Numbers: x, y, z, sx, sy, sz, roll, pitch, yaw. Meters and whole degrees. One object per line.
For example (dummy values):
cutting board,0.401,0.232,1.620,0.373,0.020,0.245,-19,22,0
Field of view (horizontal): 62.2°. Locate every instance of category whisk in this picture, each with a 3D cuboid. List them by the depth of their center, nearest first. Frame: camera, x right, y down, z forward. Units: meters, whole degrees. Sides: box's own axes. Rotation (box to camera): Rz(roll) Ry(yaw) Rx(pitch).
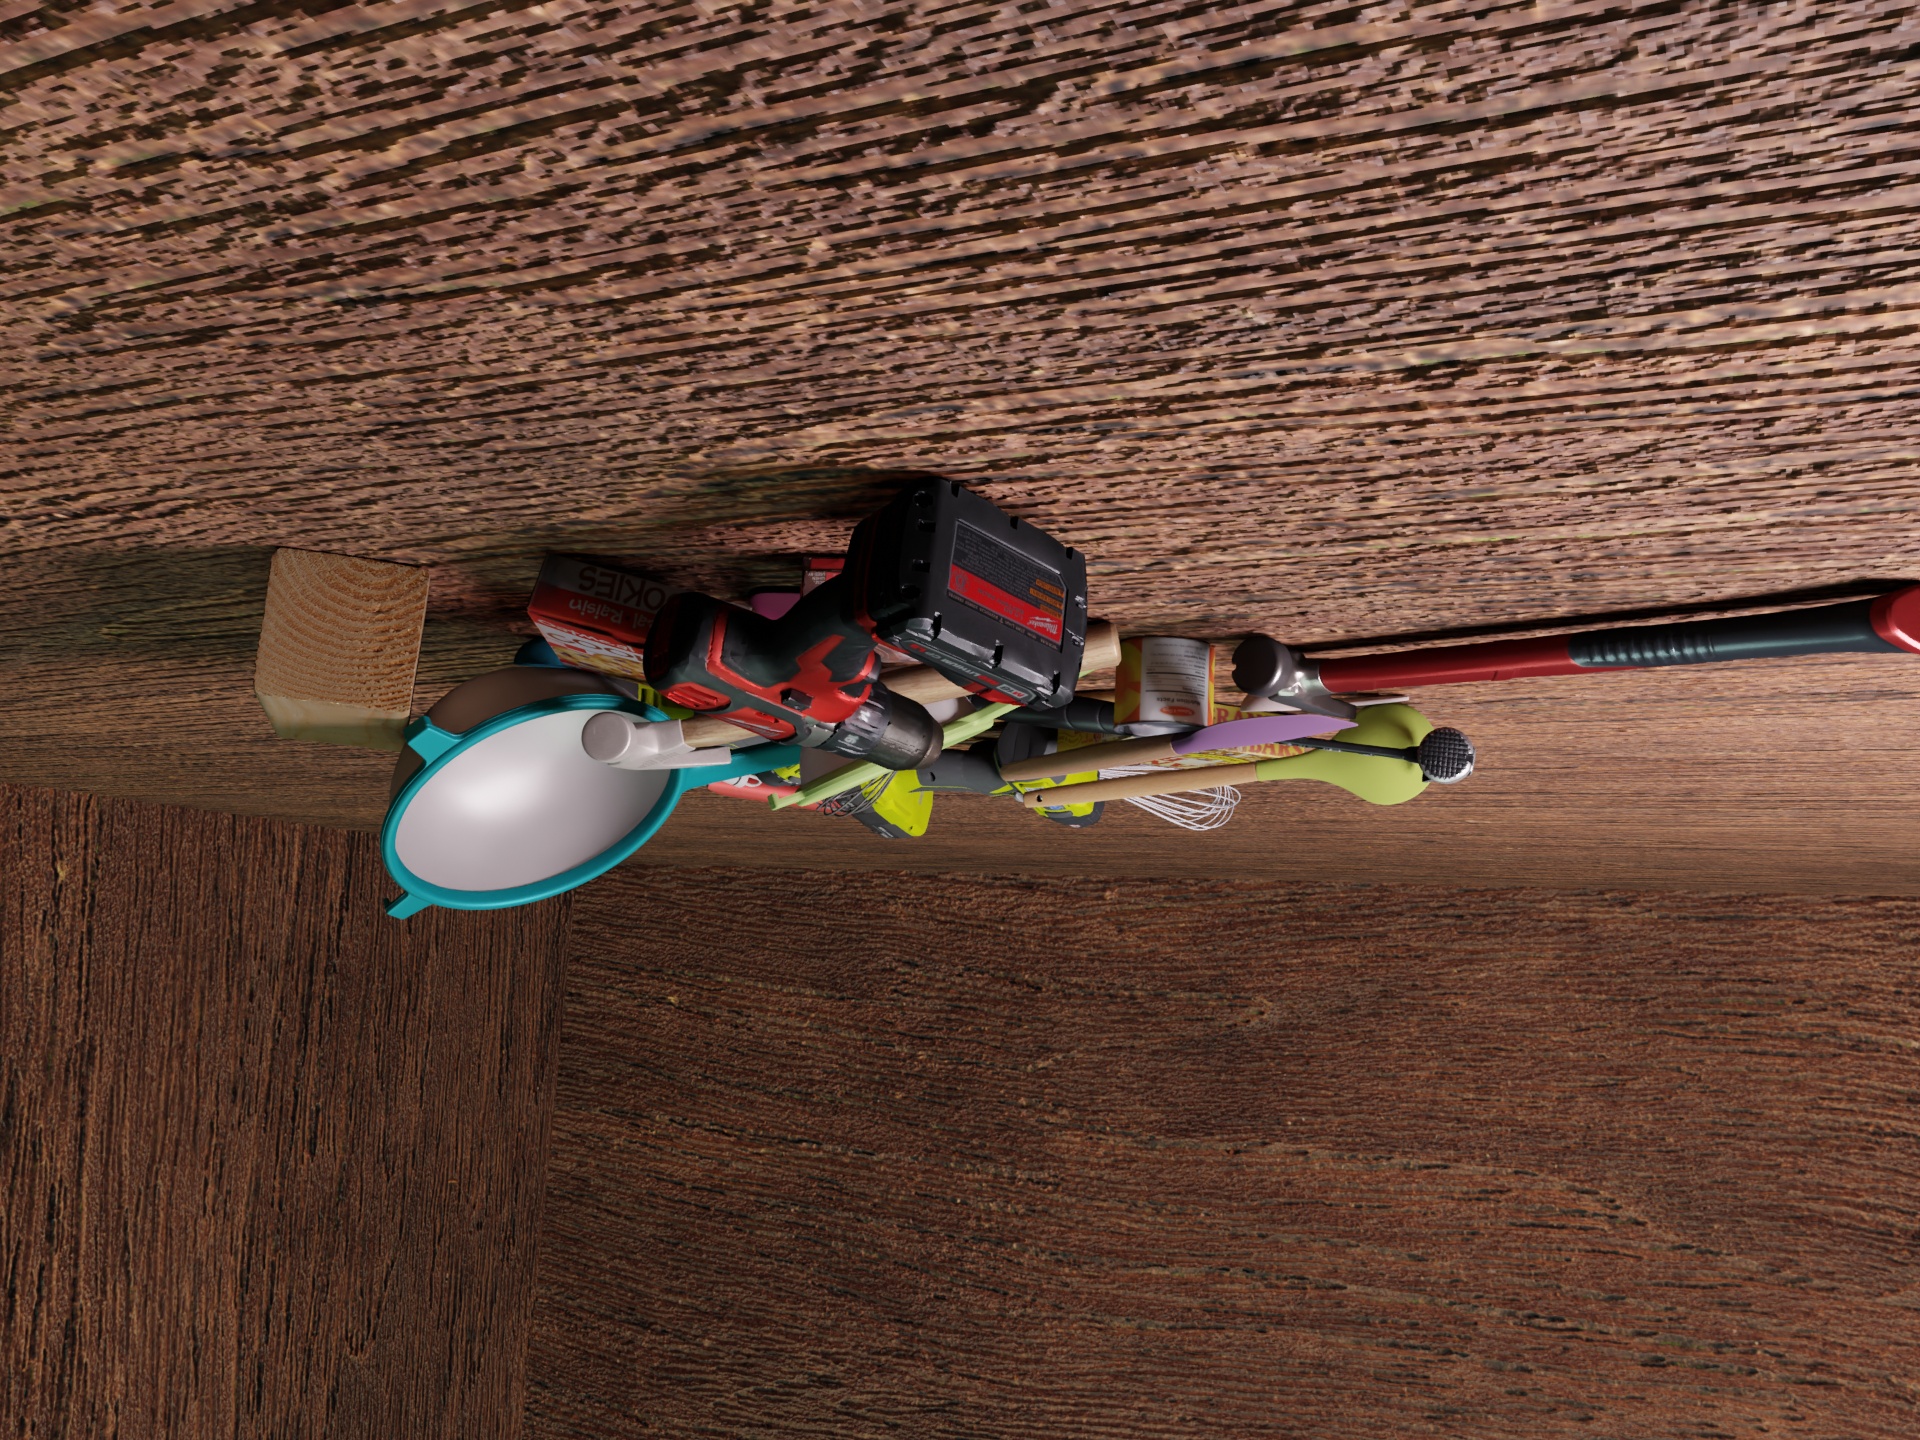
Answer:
whisk,-0.051,0.025,1.310,0.055,0.055,0.239,11,149,-38
whisk,0.141,0.056,1.546,0.284,0.070,0.070,11,169,-16

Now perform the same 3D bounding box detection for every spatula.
spatula,0.125,0.018,1.052,0.059,0.018,0.316,10,167,-34

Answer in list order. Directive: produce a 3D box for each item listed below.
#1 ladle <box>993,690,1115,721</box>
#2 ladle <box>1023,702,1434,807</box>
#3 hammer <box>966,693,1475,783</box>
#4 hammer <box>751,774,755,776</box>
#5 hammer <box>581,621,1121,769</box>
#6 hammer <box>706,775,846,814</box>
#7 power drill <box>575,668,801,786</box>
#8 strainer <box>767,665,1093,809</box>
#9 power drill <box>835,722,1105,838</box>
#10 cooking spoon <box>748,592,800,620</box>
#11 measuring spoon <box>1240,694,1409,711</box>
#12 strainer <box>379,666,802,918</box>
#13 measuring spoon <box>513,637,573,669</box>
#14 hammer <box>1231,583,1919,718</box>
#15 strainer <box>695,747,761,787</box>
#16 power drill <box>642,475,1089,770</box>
ladle,-0.002,-0.004,1.309,0.315,0.031,0.069,-6,163,36
ladle,0.205,0.041,1.230,0.320,0.078,0.062,-8,-178,19
hammer,0.154,0.003,1.137,0.409,0.036,0.149,8,178,18
hammer,-0.129,0.057,1.705,0.331,0.033,0.128,-4,167,39
hammer,-0.062,-0.014,1.009,0.331,0.031,0.130,-12,173,4
hammer,-0.194,0.065,1.512,0.358,0.037,0.149,11,-179,-25
power drill,-0.199,0.011,1.278,0.228,0.080,0.190,7,164,-25
strainer,-0.014,-0.018,1.092,0.256,0.069,0.151,-25,177,25
power drill,0.013,0.058,1.451,0.223,0.080,0.171,-2,155,26
cooking spoon,-0.079,-0.045,1.108,0.069,0.017,0.318,2,170,10
measuring spoon,0.269,-0.018,1.176,0.124,0.018,0.034,-4,-179,2
strainer,-0.249,0.018,1.125,0.340,0.095,0.210,-12,143,-34
measuring spoon,-0.306,-0.049,1.193,0.042,0.021,0.128,2,180,-7
hammer,0.362,-0.037,0.939,0.386,0.038,0.143,-5,169,41
strainer,-0.274,0.014,1.358,0.258,0.050,0.087,25,124,-38
power drill,-0.035,-0.031,0.829,0.187,0.080,0.227,24,153,-35
